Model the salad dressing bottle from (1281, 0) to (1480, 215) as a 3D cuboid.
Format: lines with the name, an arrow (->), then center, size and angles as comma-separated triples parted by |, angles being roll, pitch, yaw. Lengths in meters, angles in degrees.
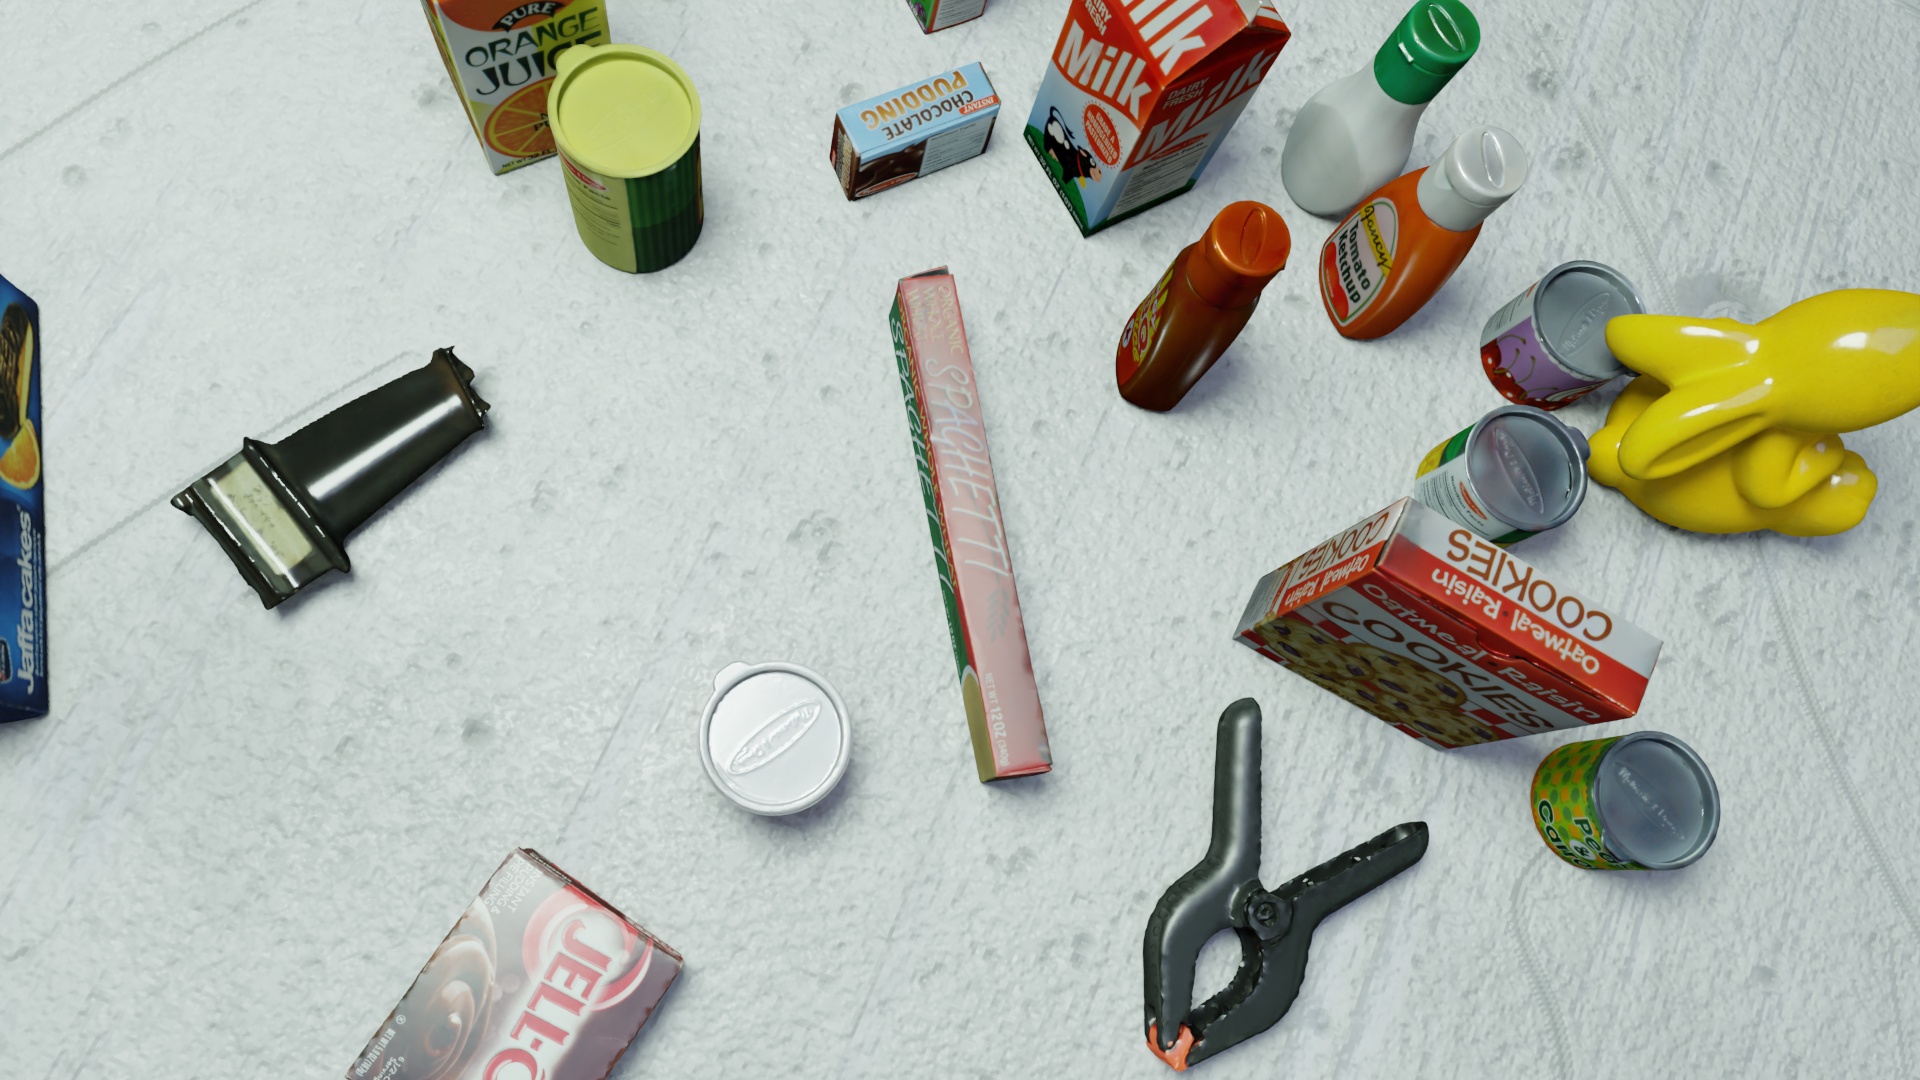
salad dressing bottle -> 0.213, -0.219, 0.711 | 0.044, 0.147, 0.064 | -27, 82, -14

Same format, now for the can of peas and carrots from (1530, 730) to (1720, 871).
can of peas and carrots -> 0.326, 0.132, 0.688 | 0.071, 0.058, 0.071 | 2, 76, -9

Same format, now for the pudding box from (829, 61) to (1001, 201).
pudding box -> -0.024, -0.212, 0.721 | 0.084, 0.049, 0.030 | -24, 82, -14

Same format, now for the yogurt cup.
yogurt cup -> -0.085, 0.092, 0.633 | 0.072, 0.053, 0.072 | 2, 76, -9

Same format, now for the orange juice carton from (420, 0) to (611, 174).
orange juice carton -> -0.206, -0.251, 0.626 | 0.072, 0.192, 0.073 | -24, 82, -14

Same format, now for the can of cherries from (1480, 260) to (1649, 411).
can of cherries -> 0.326, -0.107, 0.748 | 0.071, 0.058, 0.071 | 2, 76, -9

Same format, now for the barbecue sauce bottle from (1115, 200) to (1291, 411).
barbecue sauce bottle -> 0.115, -0.114, 0.668 | 0.044, 0.148, 0.065 | 16, 75, -5

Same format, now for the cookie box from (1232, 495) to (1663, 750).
cookie box -> 0.212, 0.046, 0.634 | 0.123, 0.167, 0.040 | 29, 74, -1

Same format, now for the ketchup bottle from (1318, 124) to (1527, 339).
ketchup bottle -> 0.229, -0.155, 0.697 | 0.043, 0.148, 0.065 | -5, 78, -10

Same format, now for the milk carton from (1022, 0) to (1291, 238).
milk carton -> 0.095, -0.230, 0.672 | 0.073, 0.190, 0.072 | -26, 82, -14

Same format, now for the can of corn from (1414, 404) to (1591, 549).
can of corn -> 0.281, -0.031, 0.722 | 0.071, 0.058, 0.071 | 2, 76, -9

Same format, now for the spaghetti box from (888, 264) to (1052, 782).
spaghetti box -> 0.002, -0.008, 0.674 | 0.029, 0.050, 0.250 | -9, 78, -11

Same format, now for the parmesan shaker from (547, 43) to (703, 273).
parmesan shaker -> -0.158, -0.181, 0.663 | 0.071, 0.103, 0.071 | 2, 76, -9

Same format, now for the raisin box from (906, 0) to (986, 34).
raisin box -> -0.011, -0.335, 0.716 | 0.040, 0.123, 0.086 | -24, 81, -14
